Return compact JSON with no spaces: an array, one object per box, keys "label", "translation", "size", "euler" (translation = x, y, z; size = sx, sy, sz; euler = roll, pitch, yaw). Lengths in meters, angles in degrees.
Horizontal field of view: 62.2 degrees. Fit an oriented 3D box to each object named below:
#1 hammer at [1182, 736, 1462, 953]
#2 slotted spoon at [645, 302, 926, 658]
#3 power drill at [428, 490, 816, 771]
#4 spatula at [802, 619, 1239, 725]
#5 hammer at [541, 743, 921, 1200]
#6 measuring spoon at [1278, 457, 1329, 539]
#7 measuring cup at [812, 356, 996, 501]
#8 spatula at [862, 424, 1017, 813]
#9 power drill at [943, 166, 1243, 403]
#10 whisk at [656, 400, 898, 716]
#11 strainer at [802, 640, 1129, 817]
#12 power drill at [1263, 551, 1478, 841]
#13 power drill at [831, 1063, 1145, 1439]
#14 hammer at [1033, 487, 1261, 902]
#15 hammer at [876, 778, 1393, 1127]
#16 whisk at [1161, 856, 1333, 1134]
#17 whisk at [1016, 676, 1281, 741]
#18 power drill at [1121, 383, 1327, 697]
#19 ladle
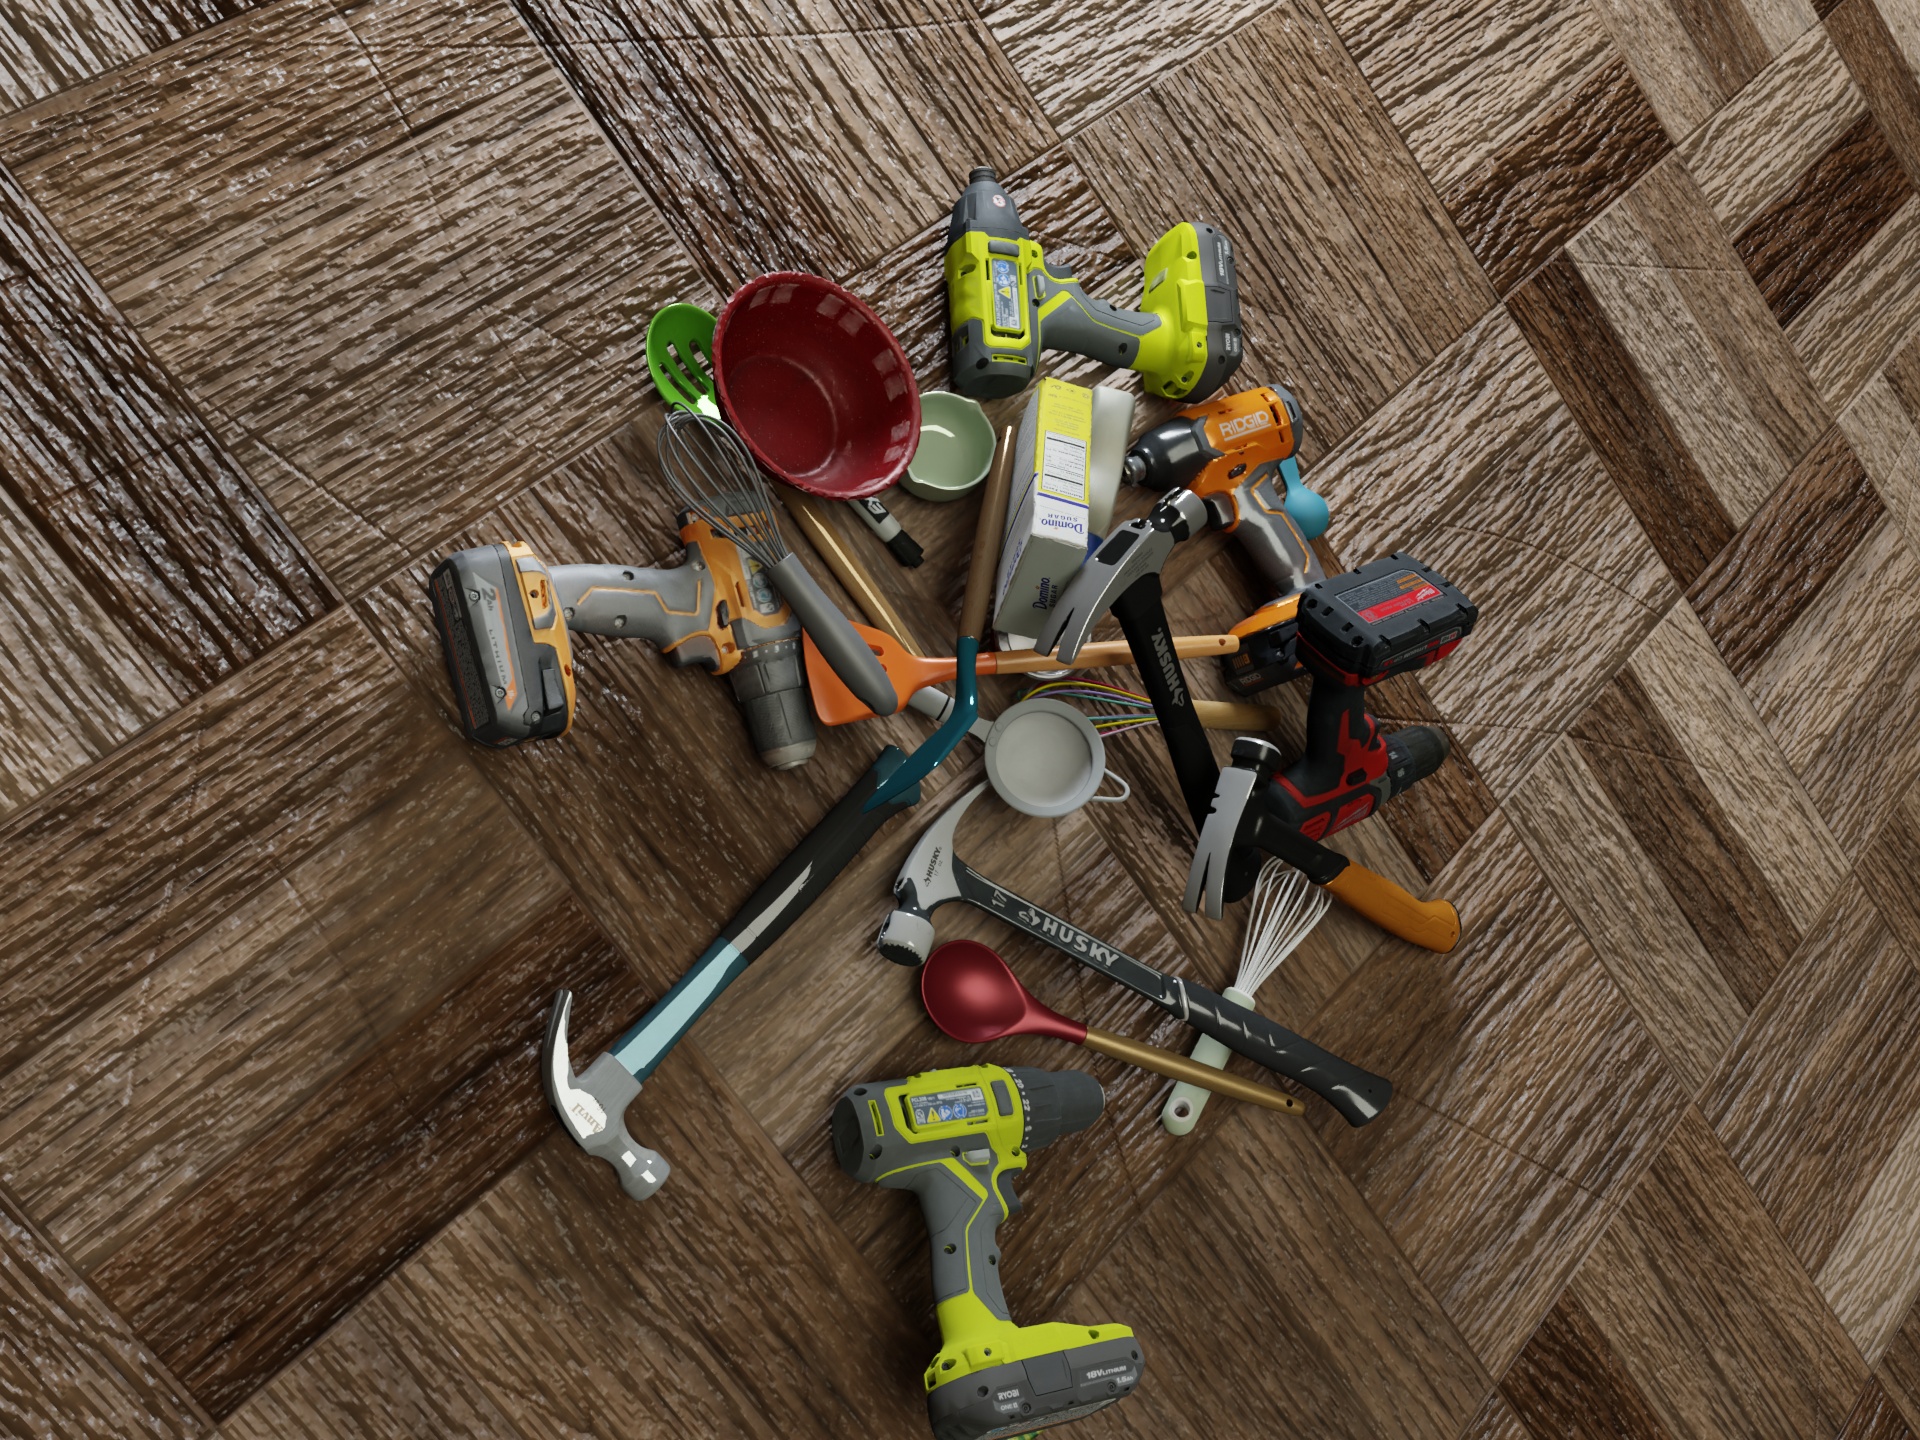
[{"label":"hammer","translation":[0.285,0.126,1.191],"size":[0.336,0.034,0.127],"euler":[27,79,-42]},{"label":"slotted spoon","translation":[-0.112,-0.148,1.099],"size":[0.070,0.031,0.313],"euler":[-44,104,-30]},{"label":"power drill","translation":[-0.200,-0.041,1.009],"size":[0.226,0.084,0.185],"euler":[-15,89,-33]},{"label":"spatula","translation":[0.048,-0.044,1.095],"size":[0.322,0.041,0.081],"euler":[-5,74,-17]},{"label":"hammer","translation":[-0.138,0.141,1.035],"size":[0.128,0.033,0.331],"euler":[49,64,-13]},{"label":"measuring spoon","translation":[0.275,-0.212,1.309],"size":[0.042,0.021,0.128],"euler":[-20,92,-28]},{"label":"measuring cup","translation":[-0.052,-0.221,1.142],"size":[0.167,0.038,0.083],"euler":[36,68,-2]},{"label":"spatula","translation":[0.001,-0.078,1.053],"size":[0.044,0.082,0.318],"euler":[26,56,-24]},{"label":"power drill","translation":[0.097,-0.326,1.209],"size":[0.223,0.080,0.171],"euler":[1,79,-24]},{"label":"whisk","translation":[-0.112,-0.099,1.005],"size":[0.055,0.055,0.239],"euler":[-42,102,-26]},{"label":"strainer","translation":[-0.002,-0.004,1.110],"size":[0.258,0.050,0.087],"euler":[28,71,-7]},{"label":"power drill","translation":[0.316,-0.012,1.206],"size":[0.188,0.226,0.080],"euler":[-21,47,-25]},{"label":"power drill","translation":[0.033,0.332,1.031],"size":[0.190,0.080,0.229],"euler":[-1,56,-27]},{"label":"hammer","translation":[0.153,0.011,1.118],"size":[0.146,0.035,0.334],"euler":[-42,131,-21]},{"label":"hammer","translation":[0.140,0.185,1.131],"size":[0.408,0.036,0.149],"euler":[29,57,-14]},{"label":"whisk","translation":[0.214,0.202,1.201],"size":[0.058,0.059,0.246],"euler":[25,71,18]},{"label":"whisk","translation":[0.143,-0.005,1.203],"size":[0.244,0.051,0.047],"euler":[3,102,-31]},{"label":"power drill","translation":[0.221,-0.139,1.240],"size":[0.164,0.084,0.226],"euler":[-21,88,-26]},{"label":"ladle","translation":[0.110,0.230,1.130],"size":[0.315,0.031,0.069],"euler":[22,69,-15]}]
